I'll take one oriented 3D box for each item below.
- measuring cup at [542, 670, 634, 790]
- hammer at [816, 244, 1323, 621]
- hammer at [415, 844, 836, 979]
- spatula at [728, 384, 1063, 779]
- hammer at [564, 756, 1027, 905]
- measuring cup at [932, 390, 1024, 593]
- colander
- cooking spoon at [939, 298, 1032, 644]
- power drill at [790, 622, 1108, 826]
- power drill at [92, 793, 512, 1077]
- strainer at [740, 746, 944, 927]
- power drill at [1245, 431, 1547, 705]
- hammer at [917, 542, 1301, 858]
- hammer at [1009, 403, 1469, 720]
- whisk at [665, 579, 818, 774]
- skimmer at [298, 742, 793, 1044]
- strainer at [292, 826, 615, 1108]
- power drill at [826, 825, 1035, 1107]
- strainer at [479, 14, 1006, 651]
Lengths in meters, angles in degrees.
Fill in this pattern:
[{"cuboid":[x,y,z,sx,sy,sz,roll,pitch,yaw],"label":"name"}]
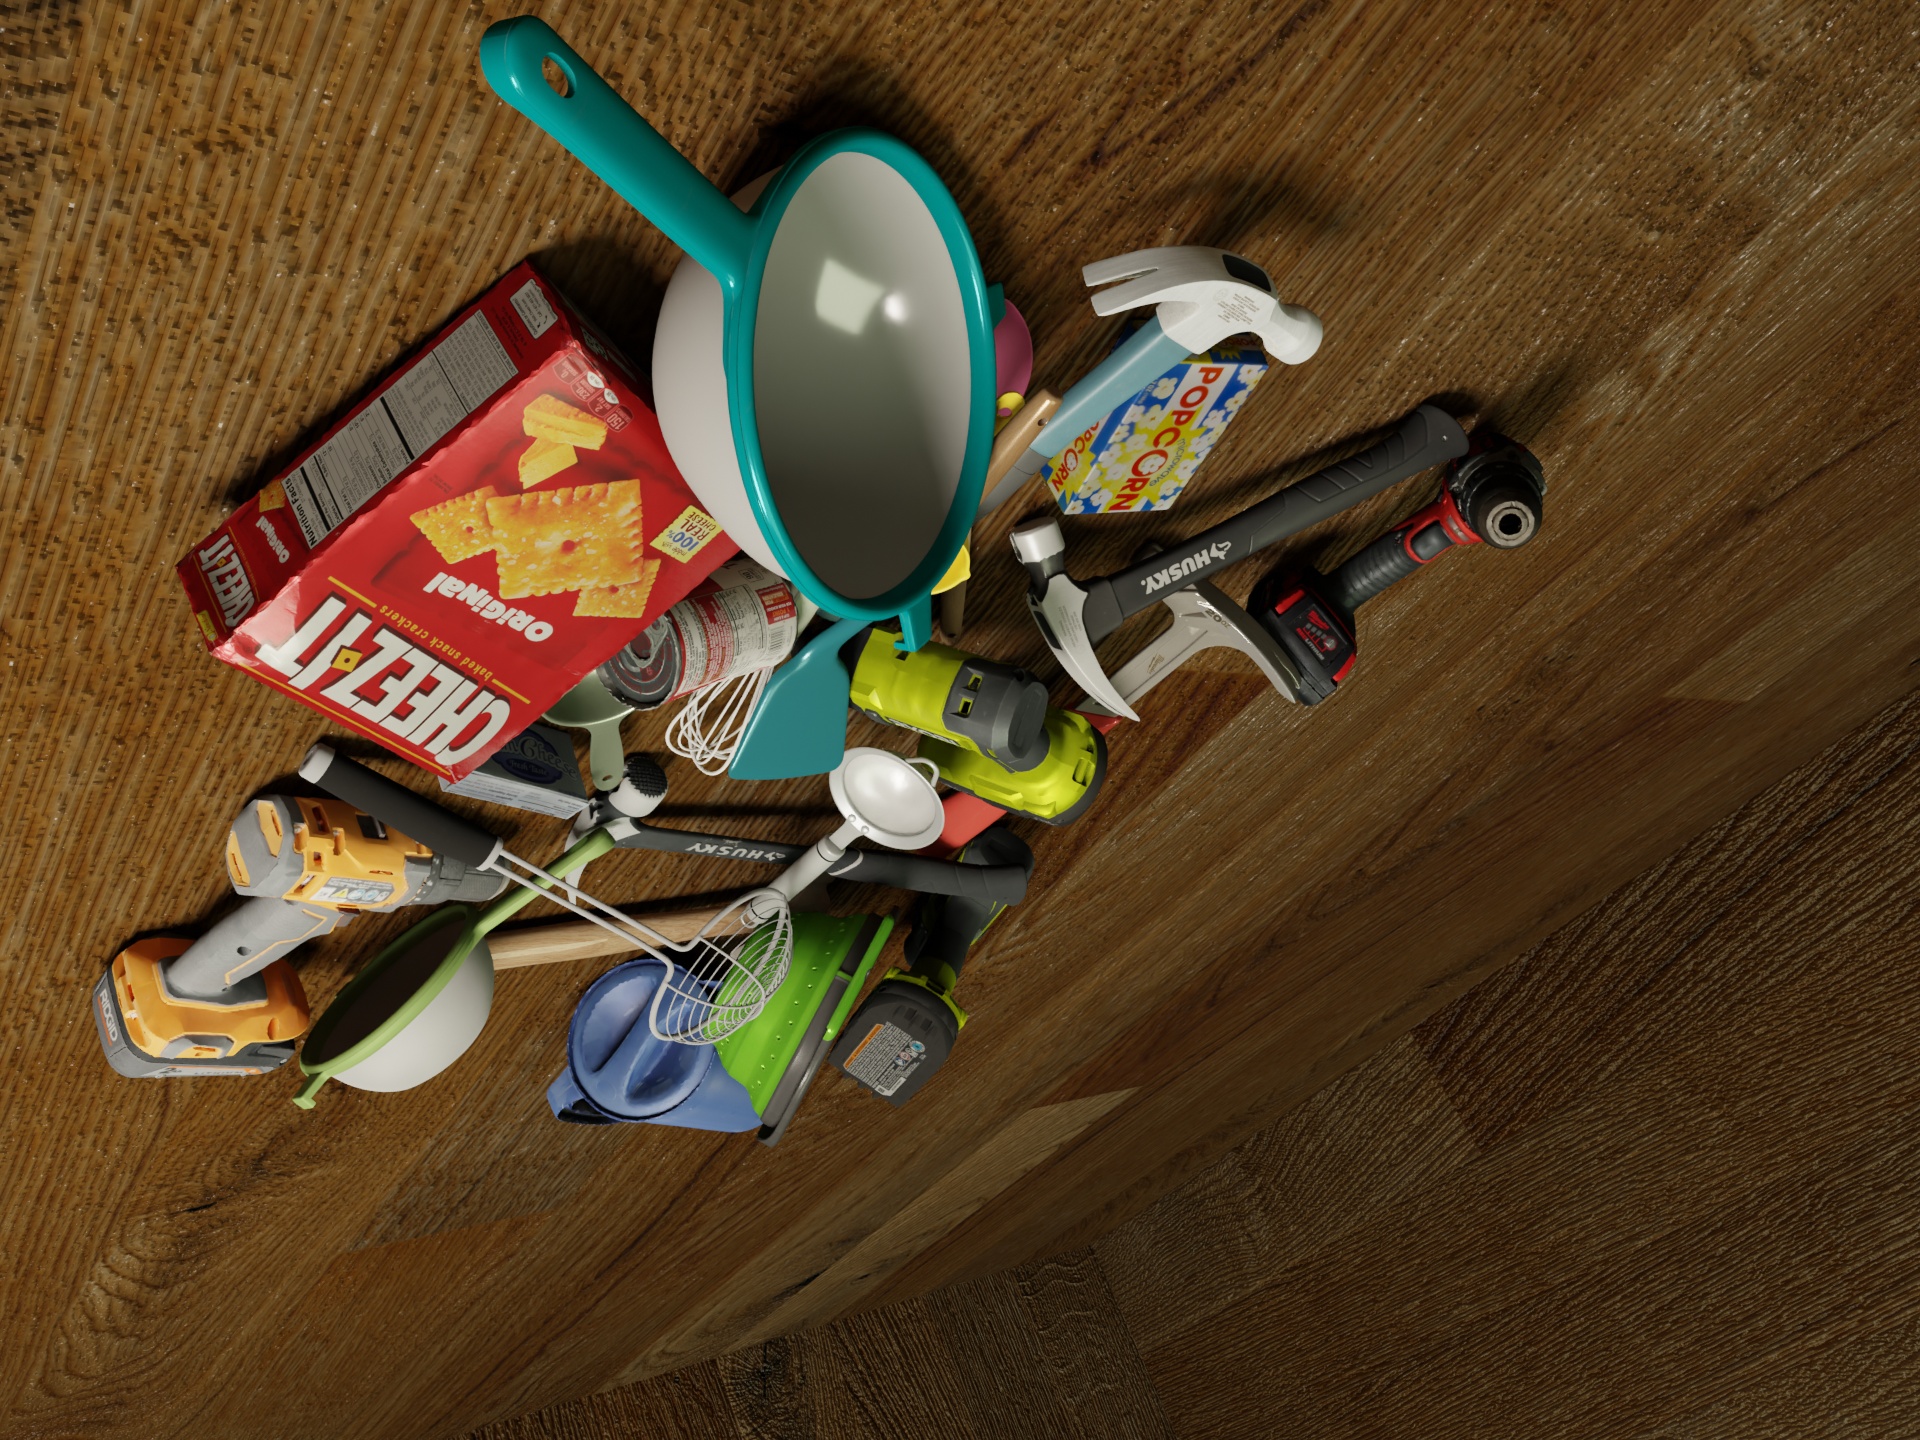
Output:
[{"cuboid":[-0.221,-0.010,0.963,0.083,0.038,0.167,-16,154,-19],"label":"measuring cup"},{"cuboid":[0.034,-0.147,0.889,0.128,0.033,0.331,19,138,-43],"label":"hammer"},{"cuboid":[-0.256,0.167,1.239,0.331,0.031,0.130,-4,135,-32],"label":"hammer"},{"cuboid":[-0.033,-0.067,0.872,0.082,0.044,0.317,-3,150,-39],"label":"spatula"},{"cuboid":[-0.108,0.109,1.211,0.408,0.036,0.149,12,138,-38],"label":"hammer"},{"cuboid":[-0.003,-0.127,0.855,0.062,0.029,0.156,15,139,-19],"label":"measuring cup"},{"cuboid":[-0.153,0.253,1.287,0.205,0.094,0.396,-61,179,-33],"label":"colander"},{"cuboid":[-0.001,-0.136,0.948,0.068,0.017,0.318,-8,150,-7],"label":"cooking spoon"},{"cuboid":[-0.002,-0.003,1.057,0.080,0.171,0.223,-68,154,-7],"label":"power drill"},{"cuboid":[-0.413,0.135,1.013,0.226,0.084,0.185,-42,151,20],"label":"power drill"},{"cuboid":[-0.086,0.083,1.115,0.258,0.087,0.050,-41,-171,37],"label":"strainer"},{"cuboid":[0.312,-0.110,1.123,0.226,0.080,0.188,-38,-173,23],"label":"power drill"},{"cuboid":[0.085,0.019,1.210,0.359,0.149,0.037,-42,-169,39],"label":"hammer"},{"cuboid":[0.201,-0.125,1.065,0.335,0.146,0.035,-27,-162,-14],"label":"hammer"},{"cuboid":[-0.116,-0.047,0.962,0.059,0.058,0.246,5,141,-33],"label":"whisk"},{"cuboid":[-0.255,0.103,1.021,0.363,0.090,0.127,35,91,-30],"label":"skimmer"},{"cuboid":[-0.323,0.168,1.074,0.256,0.152,0.069,-36,111,3],"label":"strainer"},{"cuboid":[-0.028,0.217,1.384,0.190,0.080,0.229,-54,-176,43],"label":"power drill"},{"cuboid":[-0.100,-0.171,0.664,0.095,0.211,0.340,6,166,30],"label":"strainer"}]
